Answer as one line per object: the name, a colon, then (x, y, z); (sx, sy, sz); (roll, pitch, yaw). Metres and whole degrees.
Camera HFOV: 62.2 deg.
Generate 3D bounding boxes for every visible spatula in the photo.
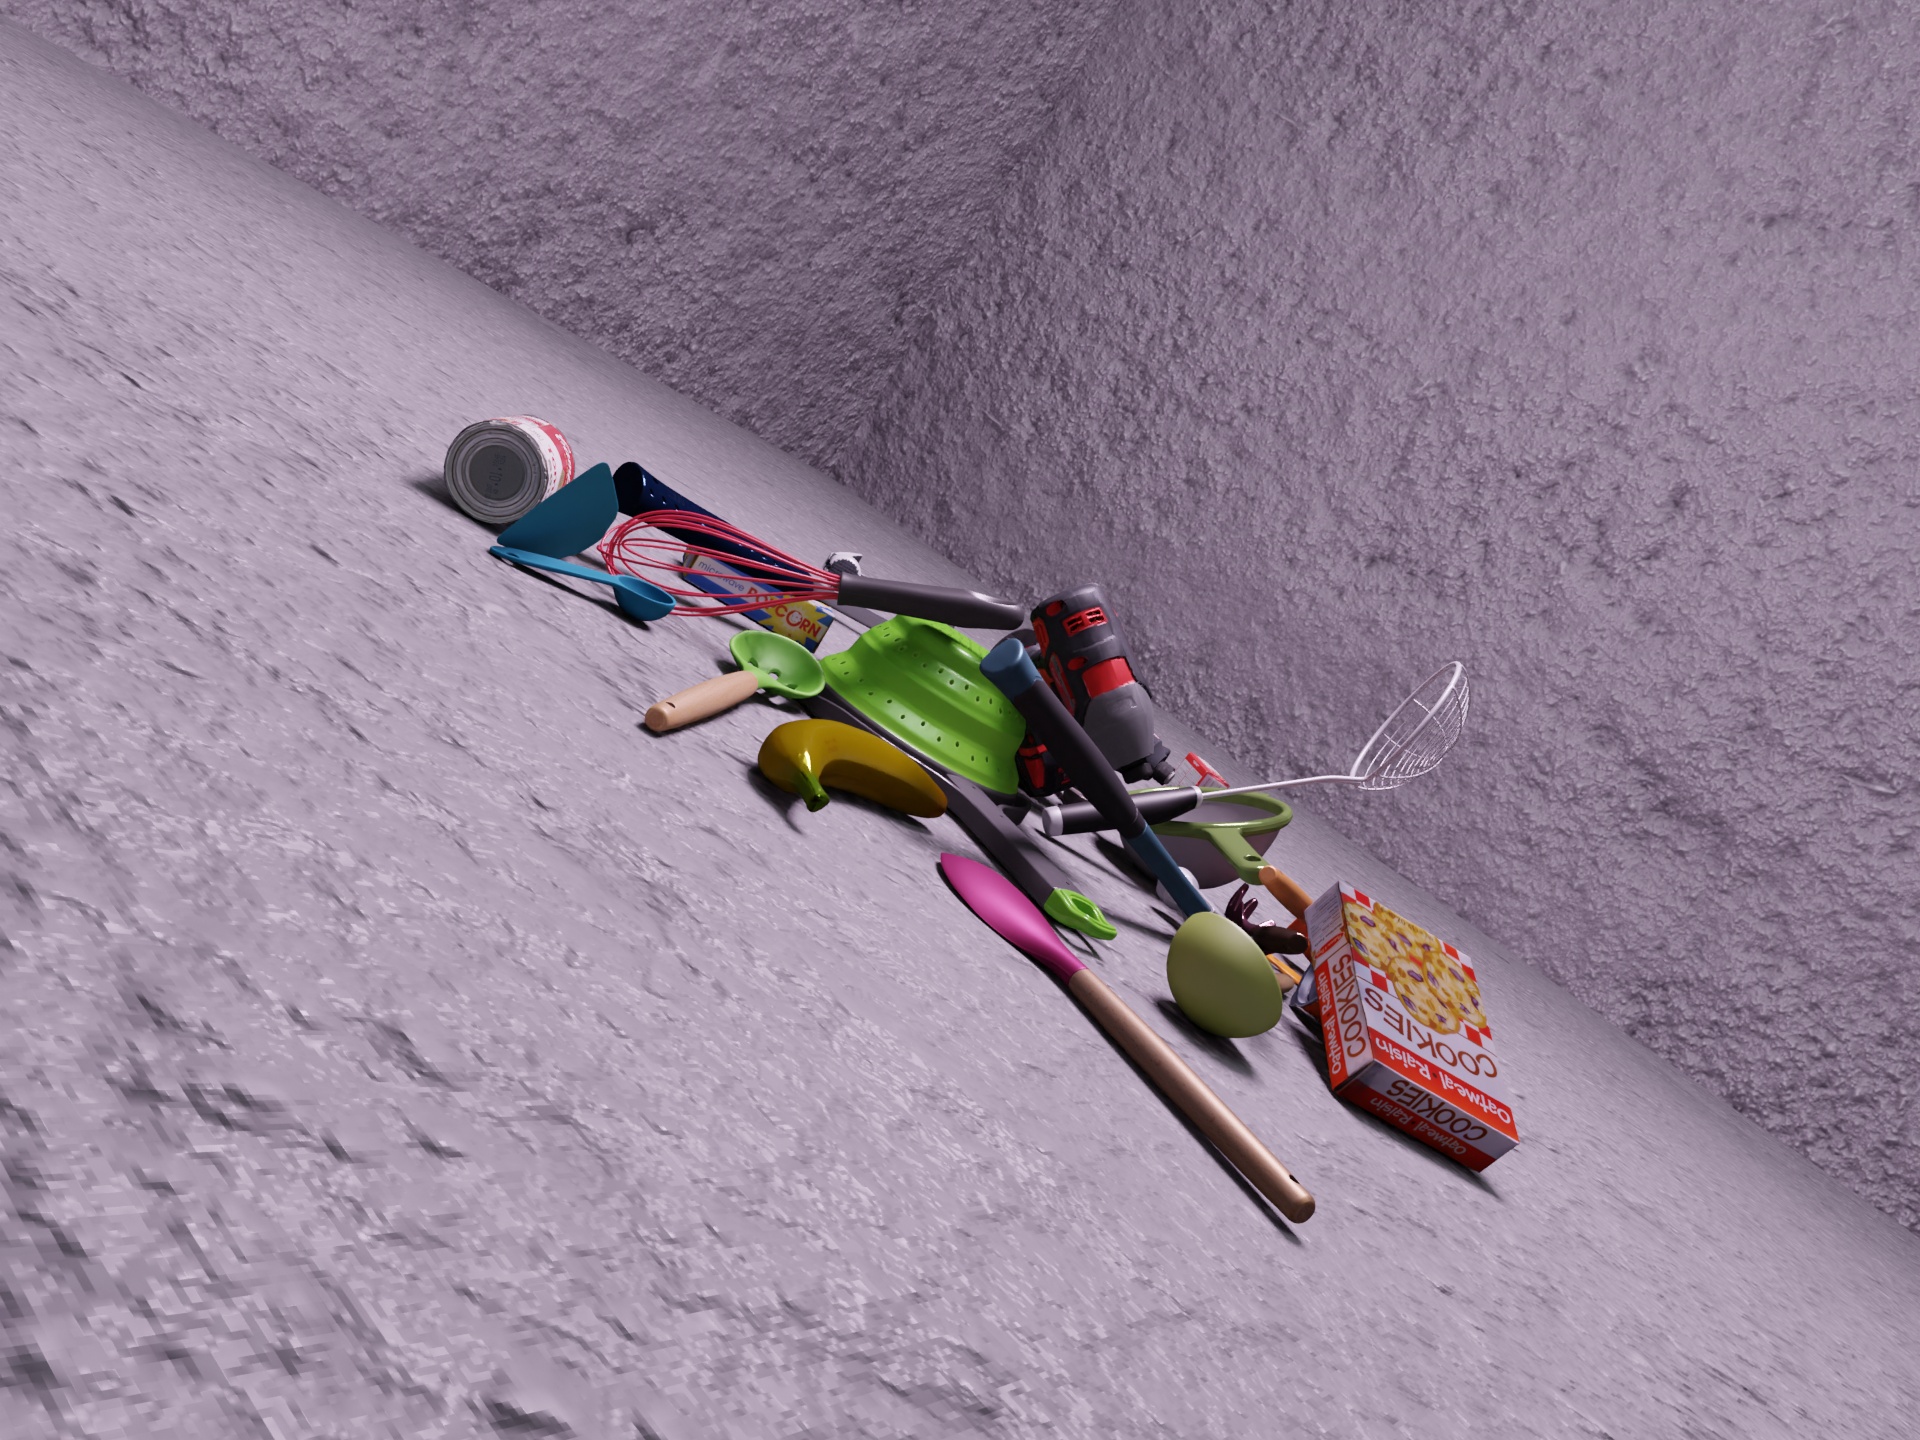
spatula: (-0.270, -0.147, 1.117); (0.044, 0.082, 0.318); (54, -3, -16)
spatula: (0.254, 0.151, 1.185); (0.081, 0.041, 0.322); (52, 7, 26)

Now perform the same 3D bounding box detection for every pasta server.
pasta server: (0.220, 0.148, 1.119); (0.060, 0.040, 0.316); (52, -1, 7)

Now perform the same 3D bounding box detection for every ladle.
ladle: (0.195, 0.166, 1.034); (0.078, 0.062, 0.320); (50, 11, 20)

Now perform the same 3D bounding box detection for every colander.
colander: (0.016, 0.016, 1.086); (0.204, 0.094, 0.397); (28, 9, -35)

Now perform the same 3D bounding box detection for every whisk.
whisk: (-0.102, -0.093, 1.090); (0.296, 0.073, 0.073); (9, 10, -3)

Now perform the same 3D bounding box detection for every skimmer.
skimmer: (0.232, 0.023, 1.243); (0.363, 0.090, 0.127); (-8, -14, -14)

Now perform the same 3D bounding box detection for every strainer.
strainer: (0.198, 0.110, 1.245); (0.151, 0.069, 0.256); (0, 11, -5)

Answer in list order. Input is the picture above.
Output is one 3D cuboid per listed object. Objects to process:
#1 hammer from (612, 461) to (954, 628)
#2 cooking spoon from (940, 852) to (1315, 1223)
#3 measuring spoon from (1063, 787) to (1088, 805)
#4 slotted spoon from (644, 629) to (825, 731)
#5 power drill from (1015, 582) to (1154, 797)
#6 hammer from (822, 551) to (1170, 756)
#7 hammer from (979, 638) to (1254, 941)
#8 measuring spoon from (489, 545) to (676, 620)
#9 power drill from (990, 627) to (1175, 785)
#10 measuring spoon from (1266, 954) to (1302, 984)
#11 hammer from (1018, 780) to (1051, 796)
hammer: (-0.113, -0.099, 1.257); (0.405, 0.035, 0.144); (26, 35, -49)
cooking spoon: (0.075, 0.145, 0.804); (0.068, 0.017, 0.319); (26, 10, -37)
measuring spoon: (0.091, 0.064, 1.411); (0.034, 0.018, 0.124); (30, 1, -17)
slotted spoon: (-0.137, -0.021, 0.956); (0.070, 0.031, 0.314); (32, 10, 1)
power drill: (0.087, -0.010, 1.194); (0.219, 0.078, 0.143); (132, -64, -77)
hammer: (0.040, -0.059, 1.614); (0.408, 0.036, 0.149); (31, 7, -10)
hammer: (0.105, 0.060, 1.050); (0.330, 0.033, 0.128); (50, 2, -37)
measuring spoon: (-0.239, -0.084, 1.000); (0.128, 0.021, 0.042); (14, 18, -40)
power drill: (0.110, -0.005, 1.426); (0.171, 0.080, 0.223); (38, 6, 16)
measuring spoon: (0.284, 0.213, 1.248); (0.117, 0.011, 0.021); (37, 9, 29)
hammer: (0.041, 0.006, 1.476); (0.146, 0.035, 0.335); (30, 8, -17)
